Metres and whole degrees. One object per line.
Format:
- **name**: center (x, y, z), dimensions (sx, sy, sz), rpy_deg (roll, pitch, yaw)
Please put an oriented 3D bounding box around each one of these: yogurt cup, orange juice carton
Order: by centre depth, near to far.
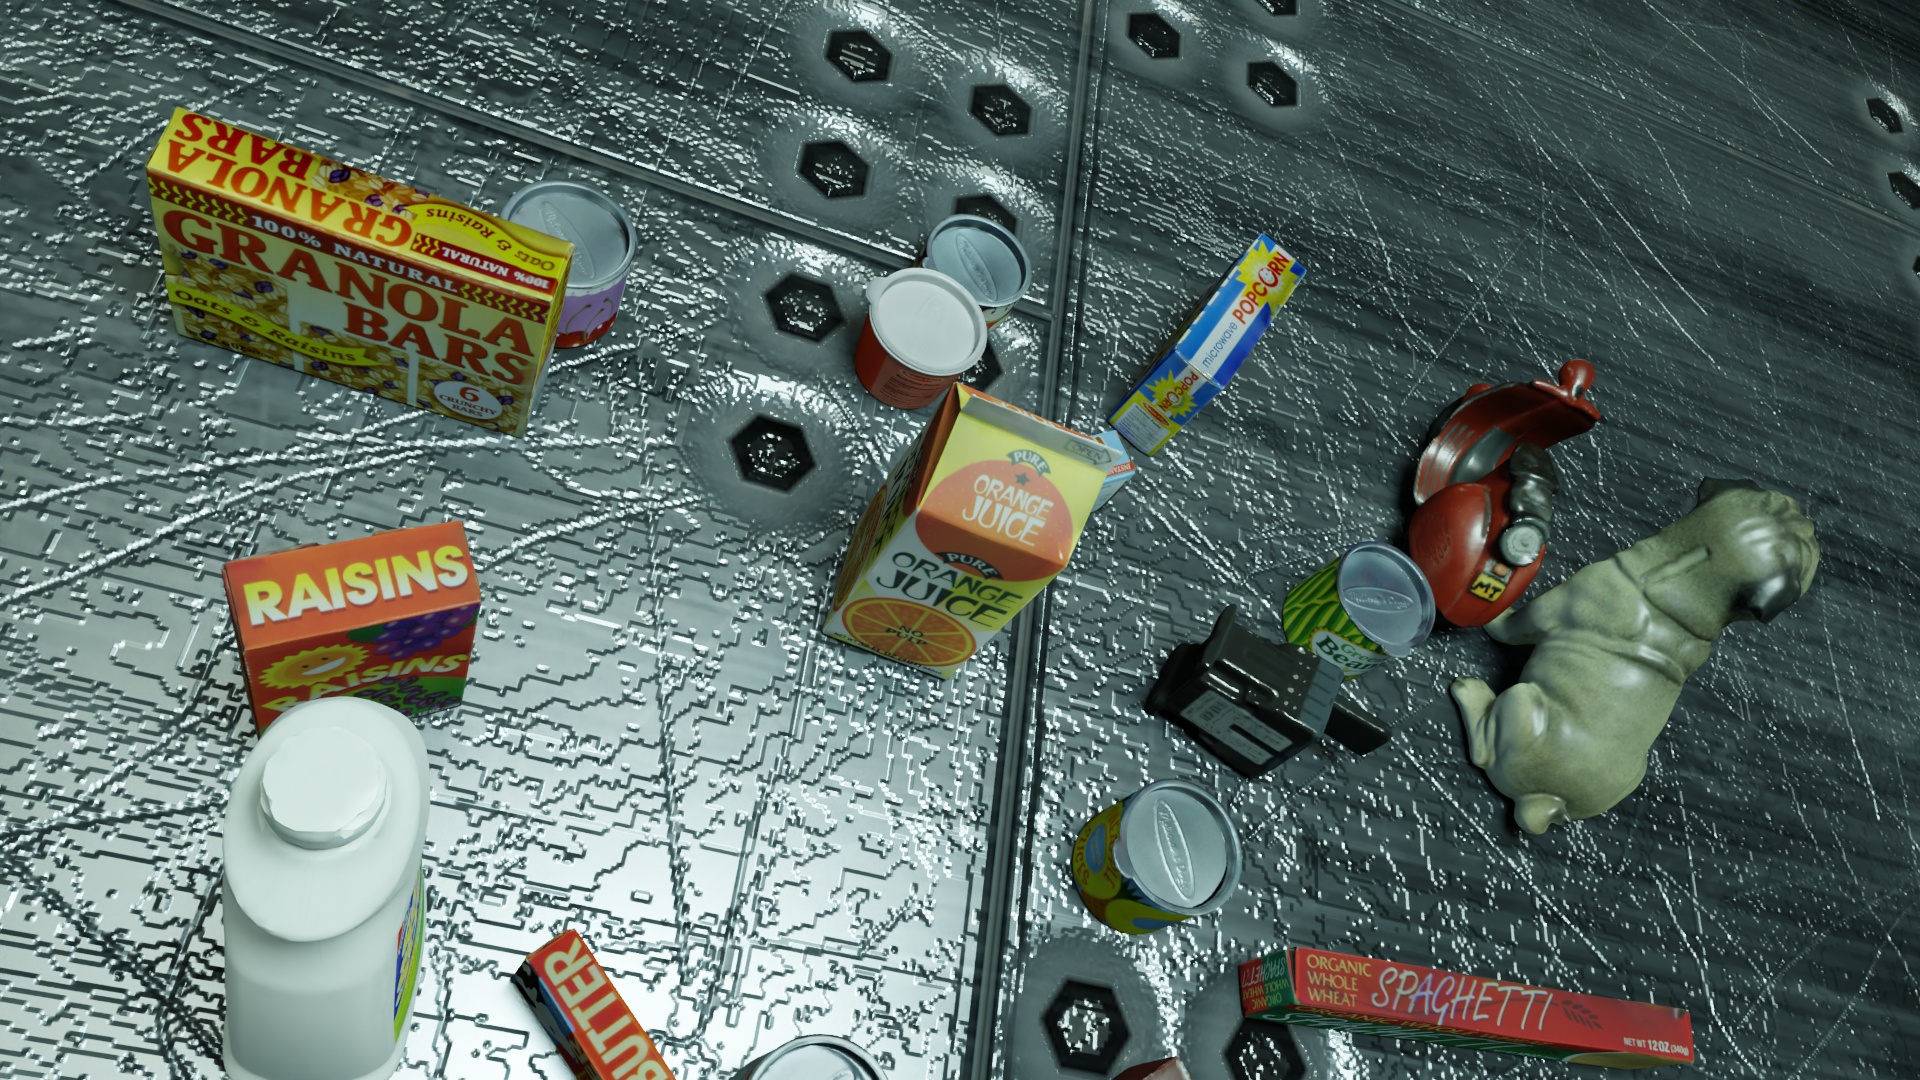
- **orange juice carton**: center (0.002, -0.008, 0.653), dimensions (0.072, 0.191, 0.073), rpy_deg (22, 58, -12)
- **yogurt cup**: center (-0.026, -0.109, 0.776), dimensions (0.072, 0.053, 0.072), rpy_deg (10, 61, -19)

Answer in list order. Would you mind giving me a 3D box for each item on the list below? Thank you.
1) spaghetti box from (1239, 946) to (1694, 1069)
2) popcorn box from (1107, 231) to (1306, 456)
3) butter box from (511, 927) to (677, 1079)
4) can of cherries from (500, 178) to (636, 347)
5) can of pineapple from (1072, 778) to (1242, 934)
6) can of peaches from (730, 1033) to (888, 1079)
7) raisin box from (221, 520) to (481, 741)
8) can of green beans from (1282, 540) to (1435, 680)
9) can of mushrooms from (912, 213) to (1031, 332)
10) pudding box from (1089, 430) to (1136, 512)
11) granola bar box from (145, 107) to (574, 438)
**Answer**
- **spaghetti box**: center (0.265, 0.245, 0.723), dimensions (0.250, 0.050, 0.029), rpy_deg (13, 61, -17)
- **popcorn box**: center (0.148, -0.118, 0.837), dimensions (0.038, 0.085, 0.127), rpy_deg (39, 56, -1)
- **butter box**: center (-0.142, 0.209, 0.563), dimensions (0.024, 0.053, 0.103), rpy_deg (-31, 80, -32)
- **can of cherries**: center (-0.206, -0.141, 0.711), dimensions (0.071, 0.058, 0.072), rpy_deg (10, 61, -19)
- **can of pineapple**: center (0.095, 0.157, 0.689), dimensions (0.071, 0.057, 0.071), rpy_deg (10, 61, -19)
- **can of peaches**: center (-0.064, 0.245, 0.576), dimensions (0.071, 0.057, 0.071), rpy_deg (10, 61, -19)
- **raisin box**: center (-0.245, 0.040, 0.563), dimensions (0.086, 0.122, 0.040), rpy_deg (-12, 70, -28)
- **can of green beans**: center (0.230, 0.042, 0.807), dimensions (0.071, 0.057, 0.071), rpy_deg (10, 61, -19)
- **can of mushrooms**: center (0.004, -0.158, 0.825), dimensions (0.071, 0.033, 0.071), rpy_deg (10, 61, -19)
- **pudding box**: center (0.050, -0.030, 0.771), dimensions (0.084, 0.049, 0.030), rpy_deg (-16, 72, -29)
- **granola bar box**: center (-0.269, -0.114, 0.631), dimensions (0.165, 0.123, 0.039), rpy_deg (17, 60, -15)
